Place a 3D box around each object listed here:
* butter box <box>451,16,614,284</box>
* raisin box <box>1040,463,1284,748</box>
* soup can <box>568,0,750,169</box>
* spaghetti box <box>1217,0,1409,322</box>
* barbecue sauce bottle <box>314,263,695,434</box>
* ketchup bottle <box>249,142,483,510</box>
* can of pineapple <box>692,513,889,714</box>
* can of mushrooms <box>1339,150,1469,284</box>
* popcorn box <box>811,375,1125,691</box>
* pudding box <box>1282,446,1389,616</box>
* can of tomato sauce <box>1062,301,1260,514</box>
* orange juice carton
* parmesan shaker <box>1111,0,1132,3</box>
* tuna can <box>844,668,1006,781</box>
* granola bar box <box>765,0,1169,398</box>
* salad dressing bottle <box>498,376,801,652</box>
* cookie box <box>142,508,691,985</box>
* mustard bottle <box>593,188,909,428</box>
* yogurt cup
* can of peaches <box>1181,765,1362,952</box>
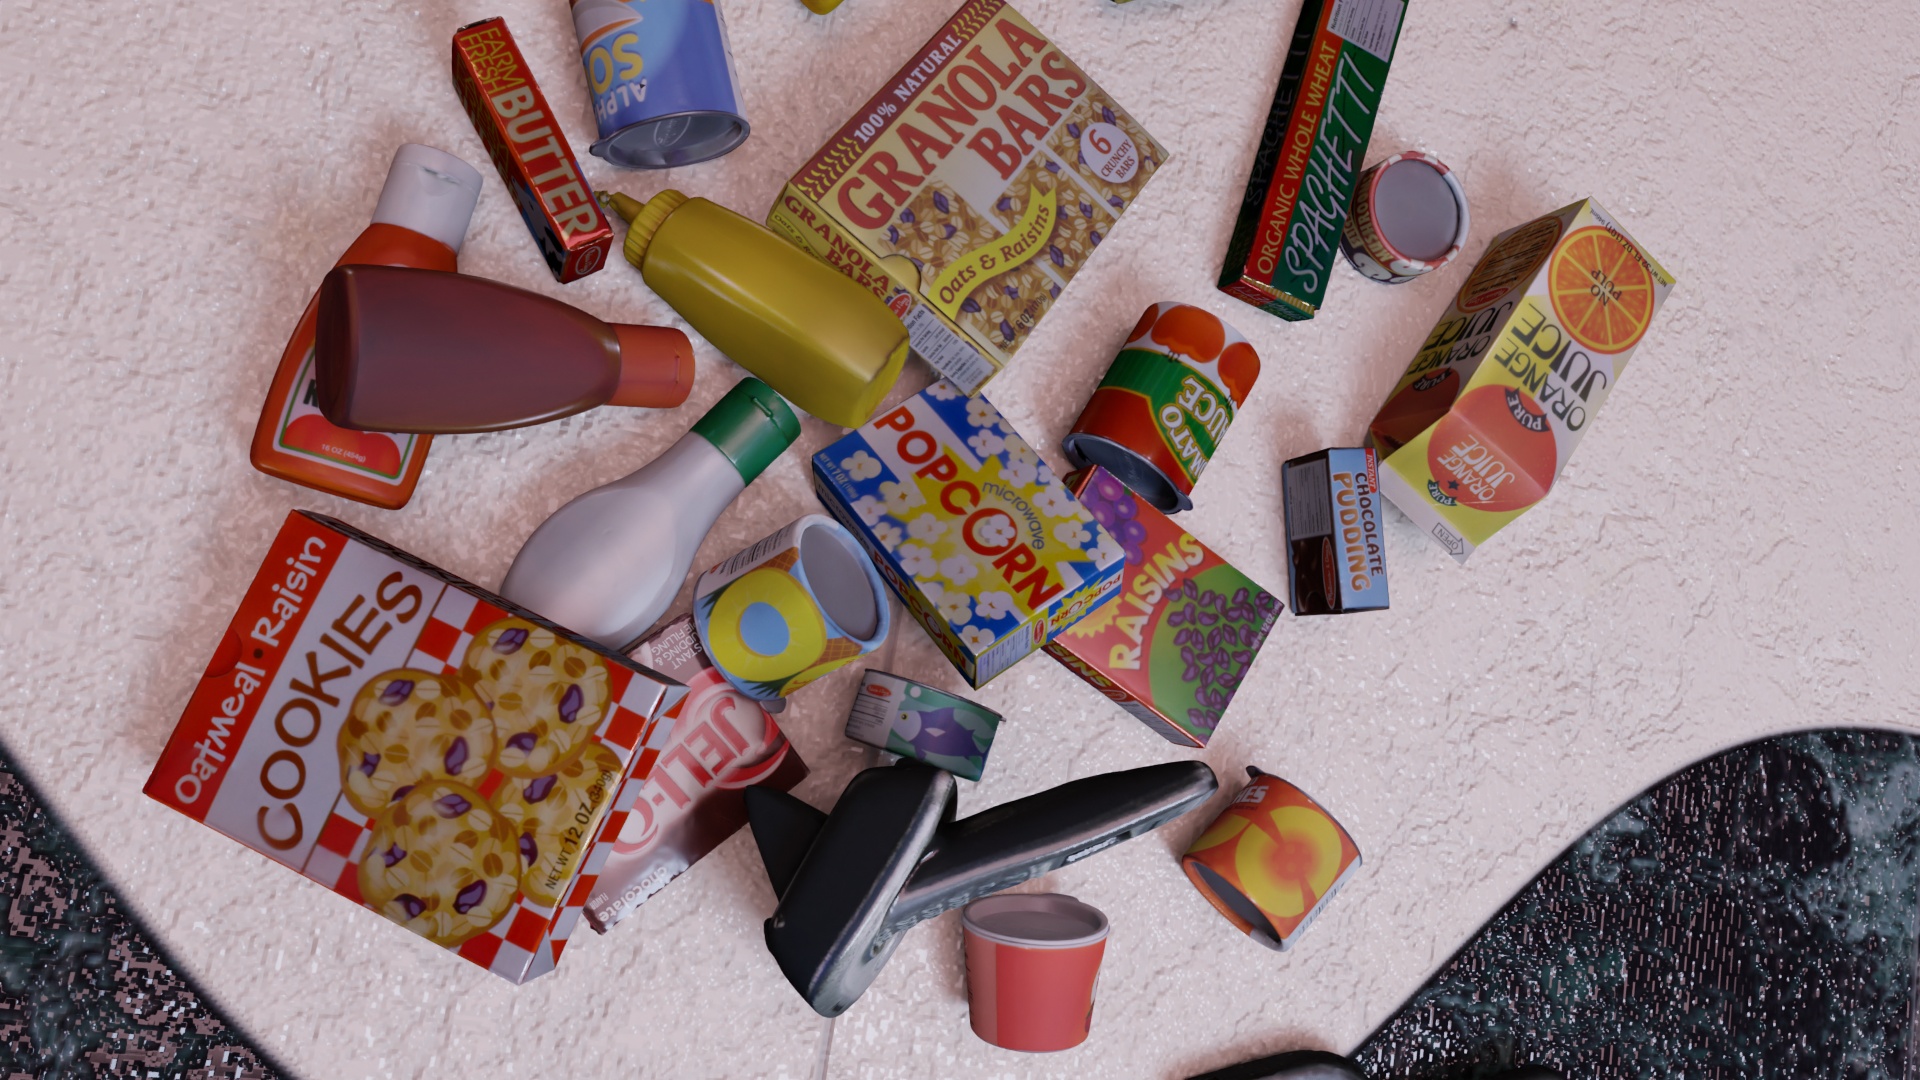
[{"bbox_3d":[-0.186,-0.167,0.601,0.024,0.053,0.103,-28,94,-20],"label":"butter box"},{"bbox_3d":[0.085,0.033,0.679,0.123,0.040,0.086,36,76,-11],"label":"raisin box"},{"bbox_3d":[-0.137,-0.215,0.615,0.071,0.071,0.083,-13,89,-19],"label":"soup can"},{"bbox_3d":[0.197,-0.238,0.748,0.050,0.028,0.250,22,78,-15],"label":"spaghetti box"},{"bbox_3d":[-0.182,-0.075,0.572,0.149,0.043,0.064,-2,99,-42],"label":"barbecue sauce bottle"},{"bbox_3d":[-0.240,-0.091,0.580,0.065,0.043,0.149,19,78,-25],"label":"ketchup bottle"},{"bbox_3d":[-0.071,0.031,0.602,0.057,0.071,0.071,-29,96,23],"label":"can of pineapple"},{"bbox_3d":[0.238,-0.175,0.753,0.071,0.033,0.071,2,85,-19],"label":"can of mushrooms"},{"bbox_3d":[0.002,-0.008,0.627,0.085,0.038,0.127,-32,66,-19],"label":"popcorn box"},{"bbox_3d":[0.191,-0.003,0.712,0.030,0.049,0.083,-2,85,-17],"label":"pudding box"},{"bbox_3d":[0.100,-0.064,0.677,0.071,0.071,0.083,35,75,-12],"label":"can of tomato sauce"},{"bbox_3d":[0.289,-0.083,0.740,0.072,0.073,0.193,40,75,-11],"label":"orange juice carton"},{"bbox_3d":[0.121,-0.319,0.708,0.103,0.071,0.071,-17,91,-19],"label":"parmesan shaker"},{"bbox_3d":[-0.015,0.084,0.627,0.071,0.071,0.033,22,80,-15],"label":"tuna can"},{"bbox_3d":[0.008,-0.167,0.651,0.124,0.039,0.166,40,61,-7],"label":"granola bar box"},{"bbox_3d":[-0.132,-0.010,0.609,0.064,0.044,0.148,43,72,0],"label":"salad dressing bottle"},{"bbox_3d":[-0.210,0.077,0.540,0.167,0.040,0.123,24,84,7],"label":"cookie box"},{"bbox_3d":[-0.098,-0.114,0.618,0.160,0.065,0.049,35,63,3],"label":"mustard bottle"},{"bbox_3d":[0.033,0.197,0.634,0.072,0.072,0.054,2,92,-18],"label":"yogurt cup"},{"bbox_3d":[0.149,0.155,0.675,0.058,0.071,0.071,-44,99,-16],"label":"can of peaches"}]
